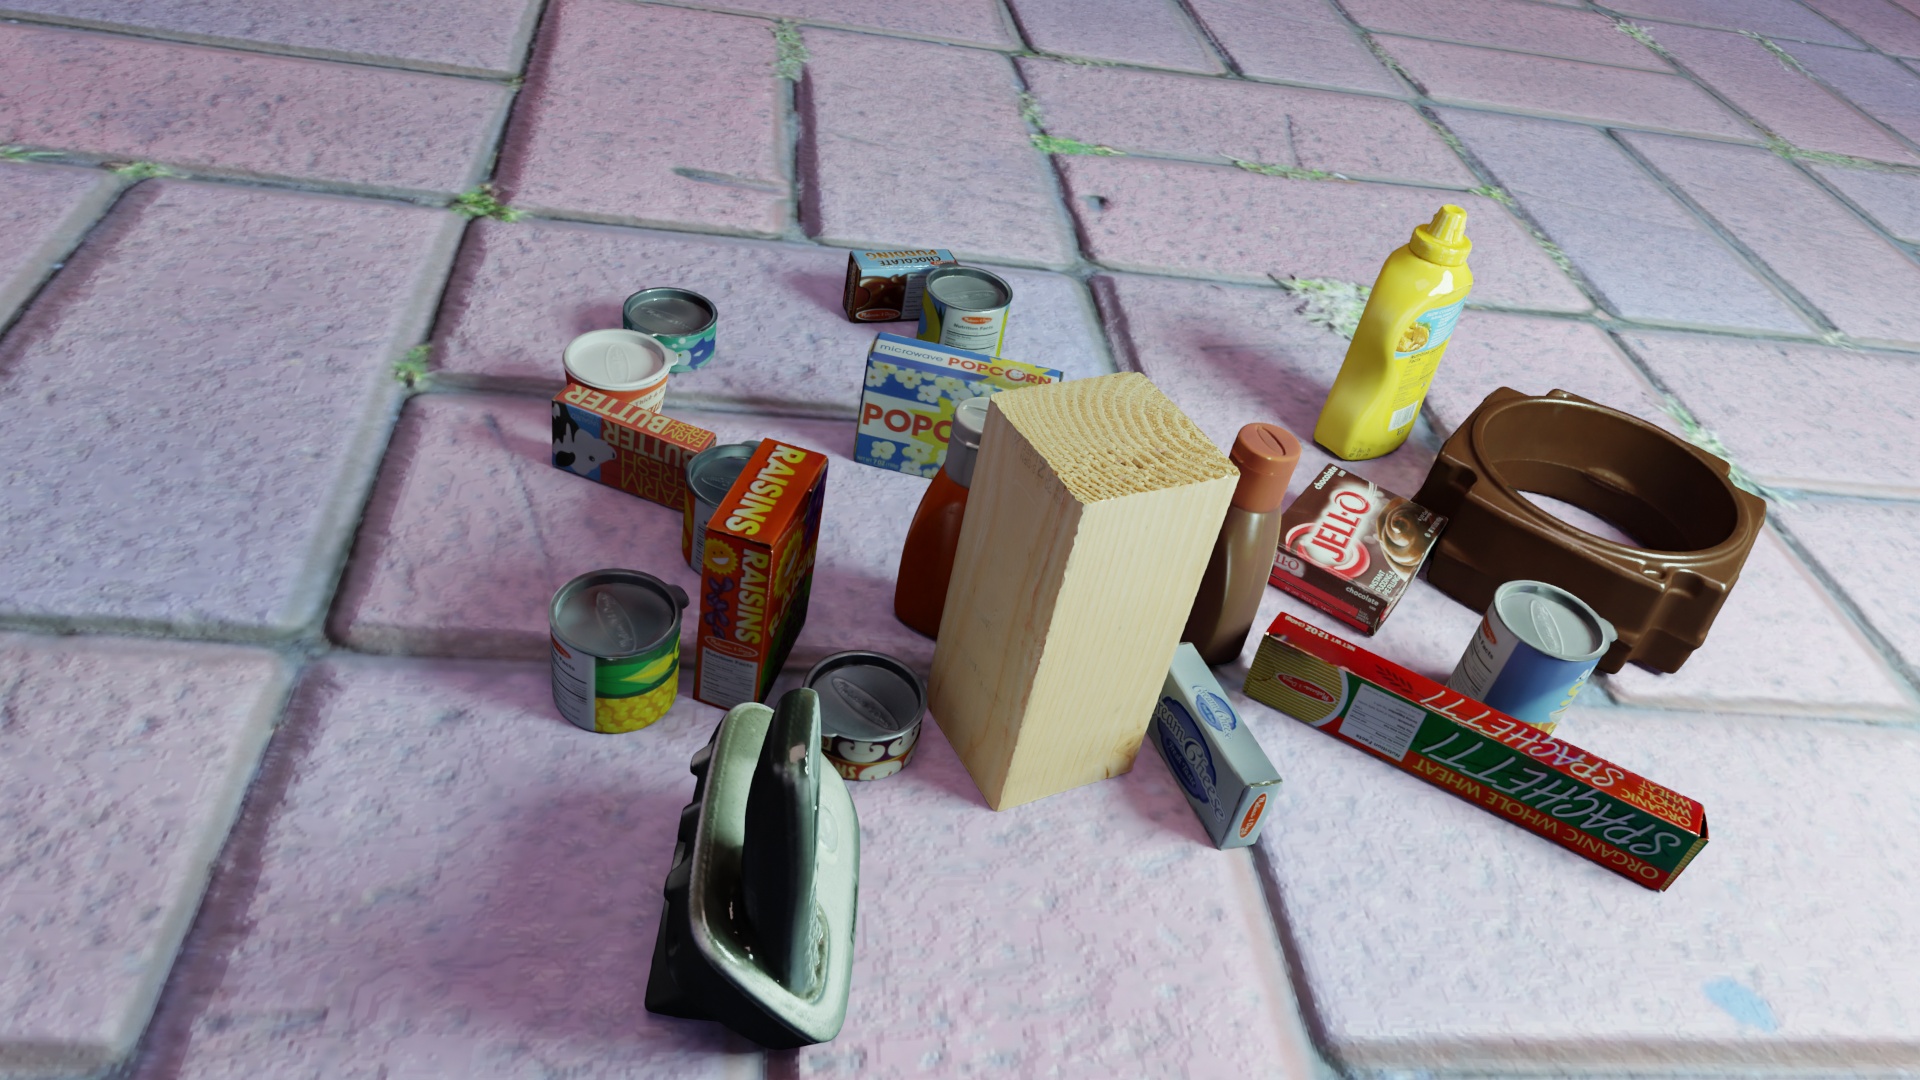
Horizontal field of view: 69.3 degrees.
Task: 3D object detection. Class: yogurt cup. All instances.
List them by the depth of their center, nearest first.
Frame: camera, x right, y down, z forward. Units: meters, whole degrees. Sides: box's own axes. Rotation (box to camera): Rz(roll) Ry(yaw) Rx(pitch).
[{"bbox_3d":[-0.224,-0.098,0.905,0.072,0.053,0.073,7,39,-6],"label":"yogurt cup"}]

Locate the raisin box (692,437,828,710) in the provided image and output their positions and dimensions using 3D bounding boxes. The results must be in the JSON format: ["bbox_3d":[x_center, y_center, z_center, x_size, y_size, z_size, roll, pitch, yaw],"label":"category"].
[{"bbox_3d":[-0.106,0.020,0.737,0.040,0.122,0.086,17,39,6],"label":"raisin box"}]

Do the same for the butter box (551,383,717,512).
[{"bbox_3d":[-0.202,-0.056,0.860,0.103,0.052,0.024,19,39,9],"label":"butter box"}]

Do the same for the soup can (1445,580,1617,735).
[{"bbox_3d":[0.332,0.076,0.815,0.071,0.083,0.072,7,39,-6],"label":"soup can"}]

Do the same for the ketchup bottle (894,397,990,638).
[{"bbox_3d":[0.003,-0.010,0.782,0.065,0.148,0.044,18,39,7],"label":"ketchup bottle"}]

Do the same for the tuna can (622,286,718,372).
[{"bbox_3d":[-0.208,-0.149,0.989,0.071,0.032,0.071,7,39,-6],"label":"tuna can"}]

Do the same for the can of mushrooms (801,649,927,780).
[{"bbox_3d":[-0.054,0.093,0.733,0.071,0.033,0.071,7,39,-6],"label":"can of mushrooms"}]

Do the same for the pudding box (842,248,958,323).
[{"bbox_3d":[-0.047,-0.198,1.078,0.084,0.049,0.030,-7,42,-22],"label":"pudding box"}]

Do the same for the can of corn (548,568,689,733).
[{"bbox_3d":[-0.177,0.057,0.724,0.071,0.058,0.071,7,39,-6],"label":"can of corn"}]

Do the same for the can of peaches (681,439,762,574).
[{"bbox_3d":[-0.131,-0.017,0.827,0.071,0.057,0.071,7,39,-6],"label":"can of peaches"}]

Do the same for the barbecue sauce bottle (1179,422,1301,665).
[{"bbox_3d":[0.158,0.001,0.809,0.044,0.147,0.065,-5,42,-21],"label":"barbecue sauce bottle"}]

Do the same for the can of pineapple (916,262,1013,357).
[{"bbox_3d":[0.002,-0.167,1.046,0.071,0.057,0.071,7,39,-6],"label":"can of pineapple"}]

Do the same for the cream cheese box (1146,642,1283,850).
[{"bbox_3d":[0.131,0.109,0.746,0.024,0.053,0.104,-6,42,-22],"label":"cream cheese box"}]

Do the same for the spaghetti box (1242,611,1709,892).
[{"bbox_3d":[0.283,0.116,0.780,0.250,0.049,0.029,25,40,16],"label":"spaghetti box"}]

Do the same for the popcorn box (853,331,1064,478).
[{"bbox_3d":[-0.003,-0.082,0.919,0.127,0.084,0.038,12,39,0],"label":"popcorn box"}]
